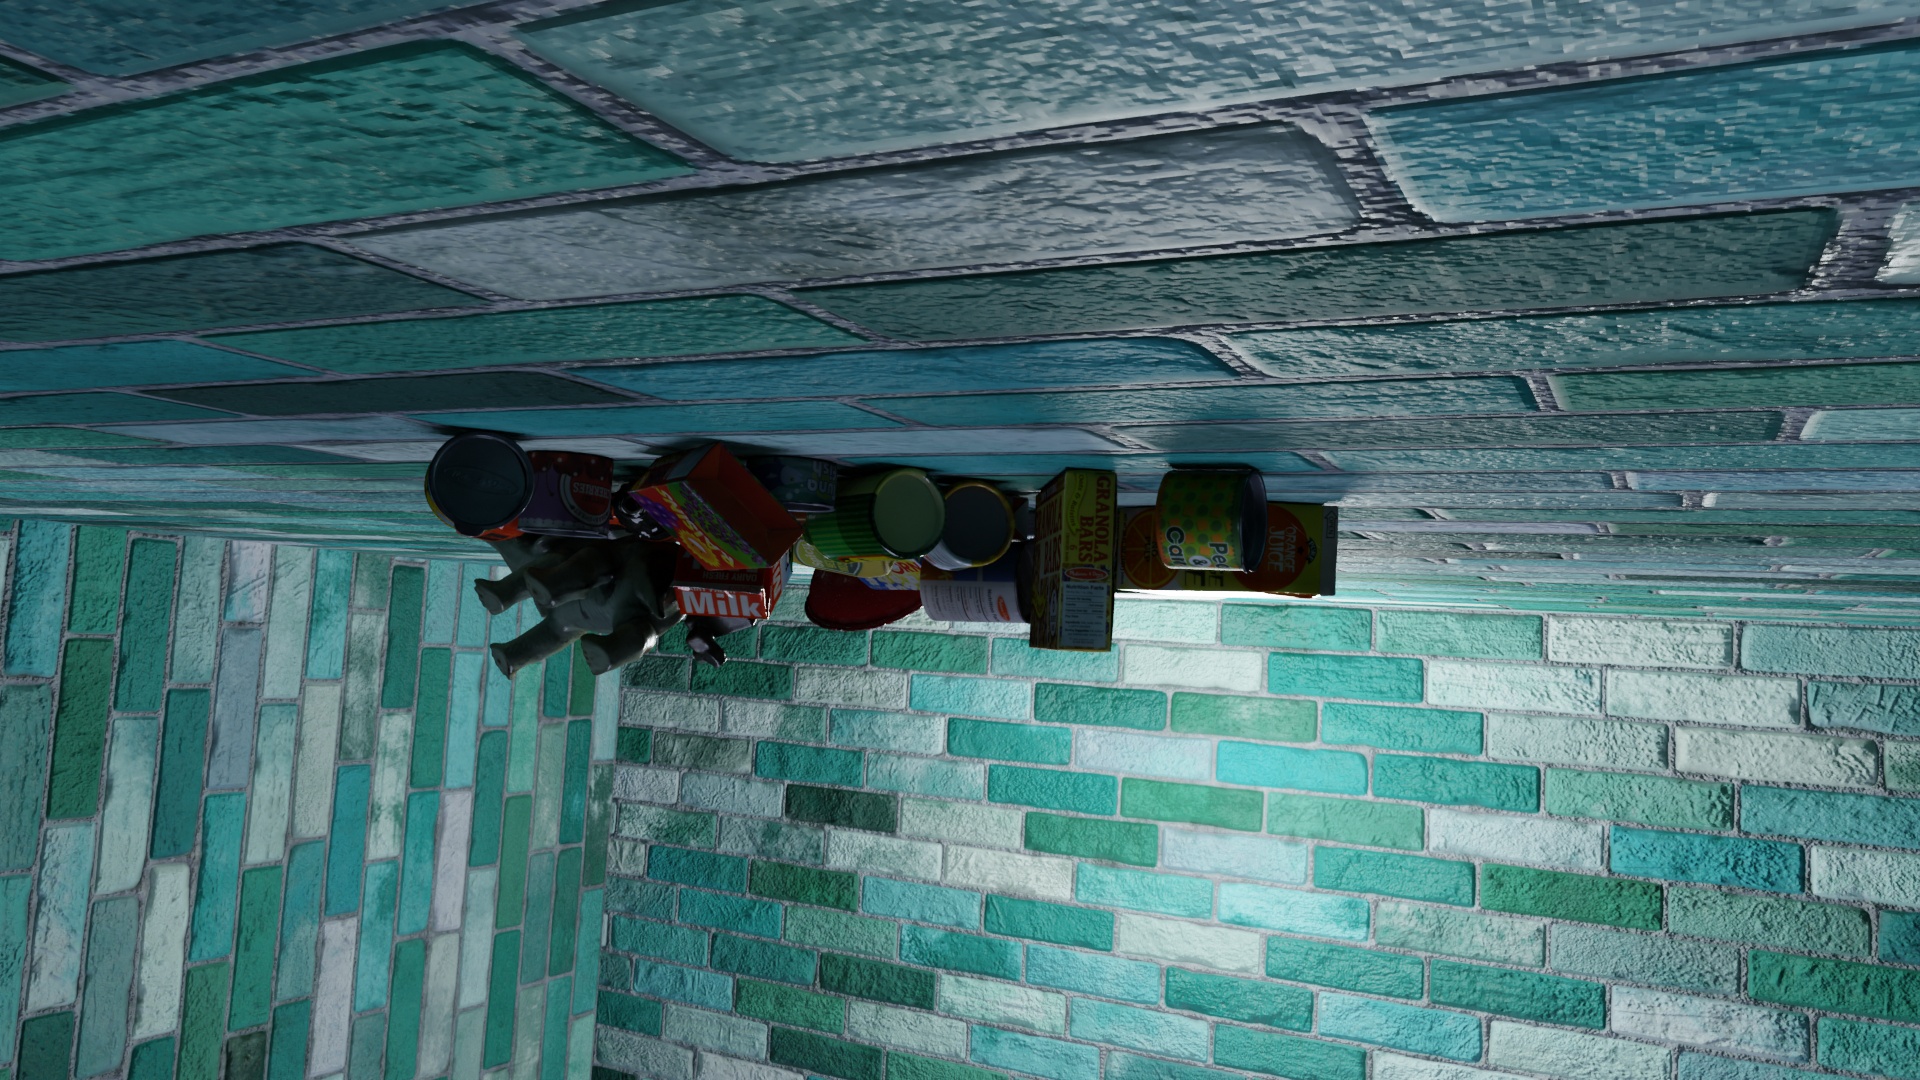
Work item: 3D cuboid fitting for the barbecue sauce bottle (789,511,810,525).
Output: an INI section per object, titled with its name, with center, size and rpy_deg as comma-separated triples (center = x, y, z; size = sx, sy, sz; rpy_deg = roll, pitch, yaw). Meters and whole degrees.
[barbecue sauce bottle]
center = -0.146, -0.030, 1.076
size = 0.149, 0.043, 0.065
rpy_deg = 6, 175, -31

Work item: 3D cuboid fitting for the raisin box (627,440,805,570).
[raisin box]
center = -0.171, -0.022, 0.959
size = 0.086, 0.040, 0.123
rpy_deg = 47, 156, -20

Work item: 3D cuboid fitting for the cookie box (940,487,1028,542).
[cookie box]
center = -0.040, -0.019, 1.172
size = 0.123, 0.040, 0.167
rpy_deg = 5, 174, -31

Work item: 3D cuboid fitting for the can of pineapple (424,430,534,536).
[can of pineapple]
center = -0.326, -0.037, 0.935
size = 0.071, 0.071, 0.058
rpy_deg = 5, 175, -24

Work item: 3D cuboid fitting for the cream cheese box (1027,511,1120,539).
[cream cheese box]
center = 0.109, -0.012, 1.261
size = 0.104, 0.024, 0.053
rpy_deg = 1, 174, 23

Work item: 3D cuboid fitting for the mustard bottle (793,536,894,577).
[mustard bottle]
center = -0.140, -0.004, 1.294
size = 0.160, 0.049, 0.065
rpy_deg = 7, 137, 14

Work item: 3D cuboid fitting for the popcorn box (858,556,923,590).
[popcorn box]
center = -0.070, 0.011, 1.377
size = 0.126, 0.038, 0.085
rpy_deg = -2, 143, 48

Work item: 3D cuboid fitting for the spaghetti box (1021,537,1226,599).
[spaghetti box]
center = 0.155, 0.025, 1.226
size = 0.250, 0.050, 0.028
rpy_deg = 3, 167, -40

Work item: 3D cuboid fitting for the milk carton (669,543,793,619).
[milk carton]
center = -0.183, 0.014, 1.140
size = 0.072, 0.073, 0.191
rpy_deg = 4, -166, 1

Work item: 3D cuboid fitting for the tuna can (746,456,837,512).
[tuna can]
center = -0.119, -0.039, 0.990
size = 0.071, 0.033, 0.071
rpy_deg = 3, 176, 0

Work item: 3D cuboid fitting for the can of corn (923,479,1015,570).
[can of corn]
center = 0.004, -0.013, 1.056
size = 0.071, 0.071, 0.058
rpy_deg = 5, 175, -17

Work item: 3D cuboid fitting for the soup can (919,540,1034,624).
[soup can]
center = 0.019, 0.032, 1.120
size = 0.084, 0.071, 0.071
rpy_deg = 0, 175, 23

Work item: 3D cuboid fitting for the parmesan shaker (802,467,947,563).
[parmesan shaker]
center = -0.064, -0.016, 1.021
size = 0.071, 0.071, 0.103
rpy_deg = 6, 175, -31

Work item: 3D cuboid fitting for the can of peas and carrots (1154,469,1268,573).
[can of peas and carrots]
center = 0.164, -0.011, 0.905
size = 0.058, 0.071, 0.071
rpy_deg = 2, 175, 27

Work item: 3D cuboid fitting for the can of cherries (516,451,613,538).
[can of cherries]
center = -0.291, -0.033, 1.033
size = 0.071, 0.058, 0.071
rpy_deg = 4, 175, 0

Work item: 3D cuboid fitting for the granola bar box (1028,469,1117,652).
[granola bar box]
center = 0.081, 0.019, 1.017
size = 0.039, 0.124, 0.165
rpy_deg = 3, 176, -4

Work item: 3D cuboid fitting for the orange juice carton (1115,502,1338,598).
[orange juice carton]
center = 0.223, 0.009, 1.132
size = 0.073, 0.072, 0.192
rpy_deg = 7, 174, -42
